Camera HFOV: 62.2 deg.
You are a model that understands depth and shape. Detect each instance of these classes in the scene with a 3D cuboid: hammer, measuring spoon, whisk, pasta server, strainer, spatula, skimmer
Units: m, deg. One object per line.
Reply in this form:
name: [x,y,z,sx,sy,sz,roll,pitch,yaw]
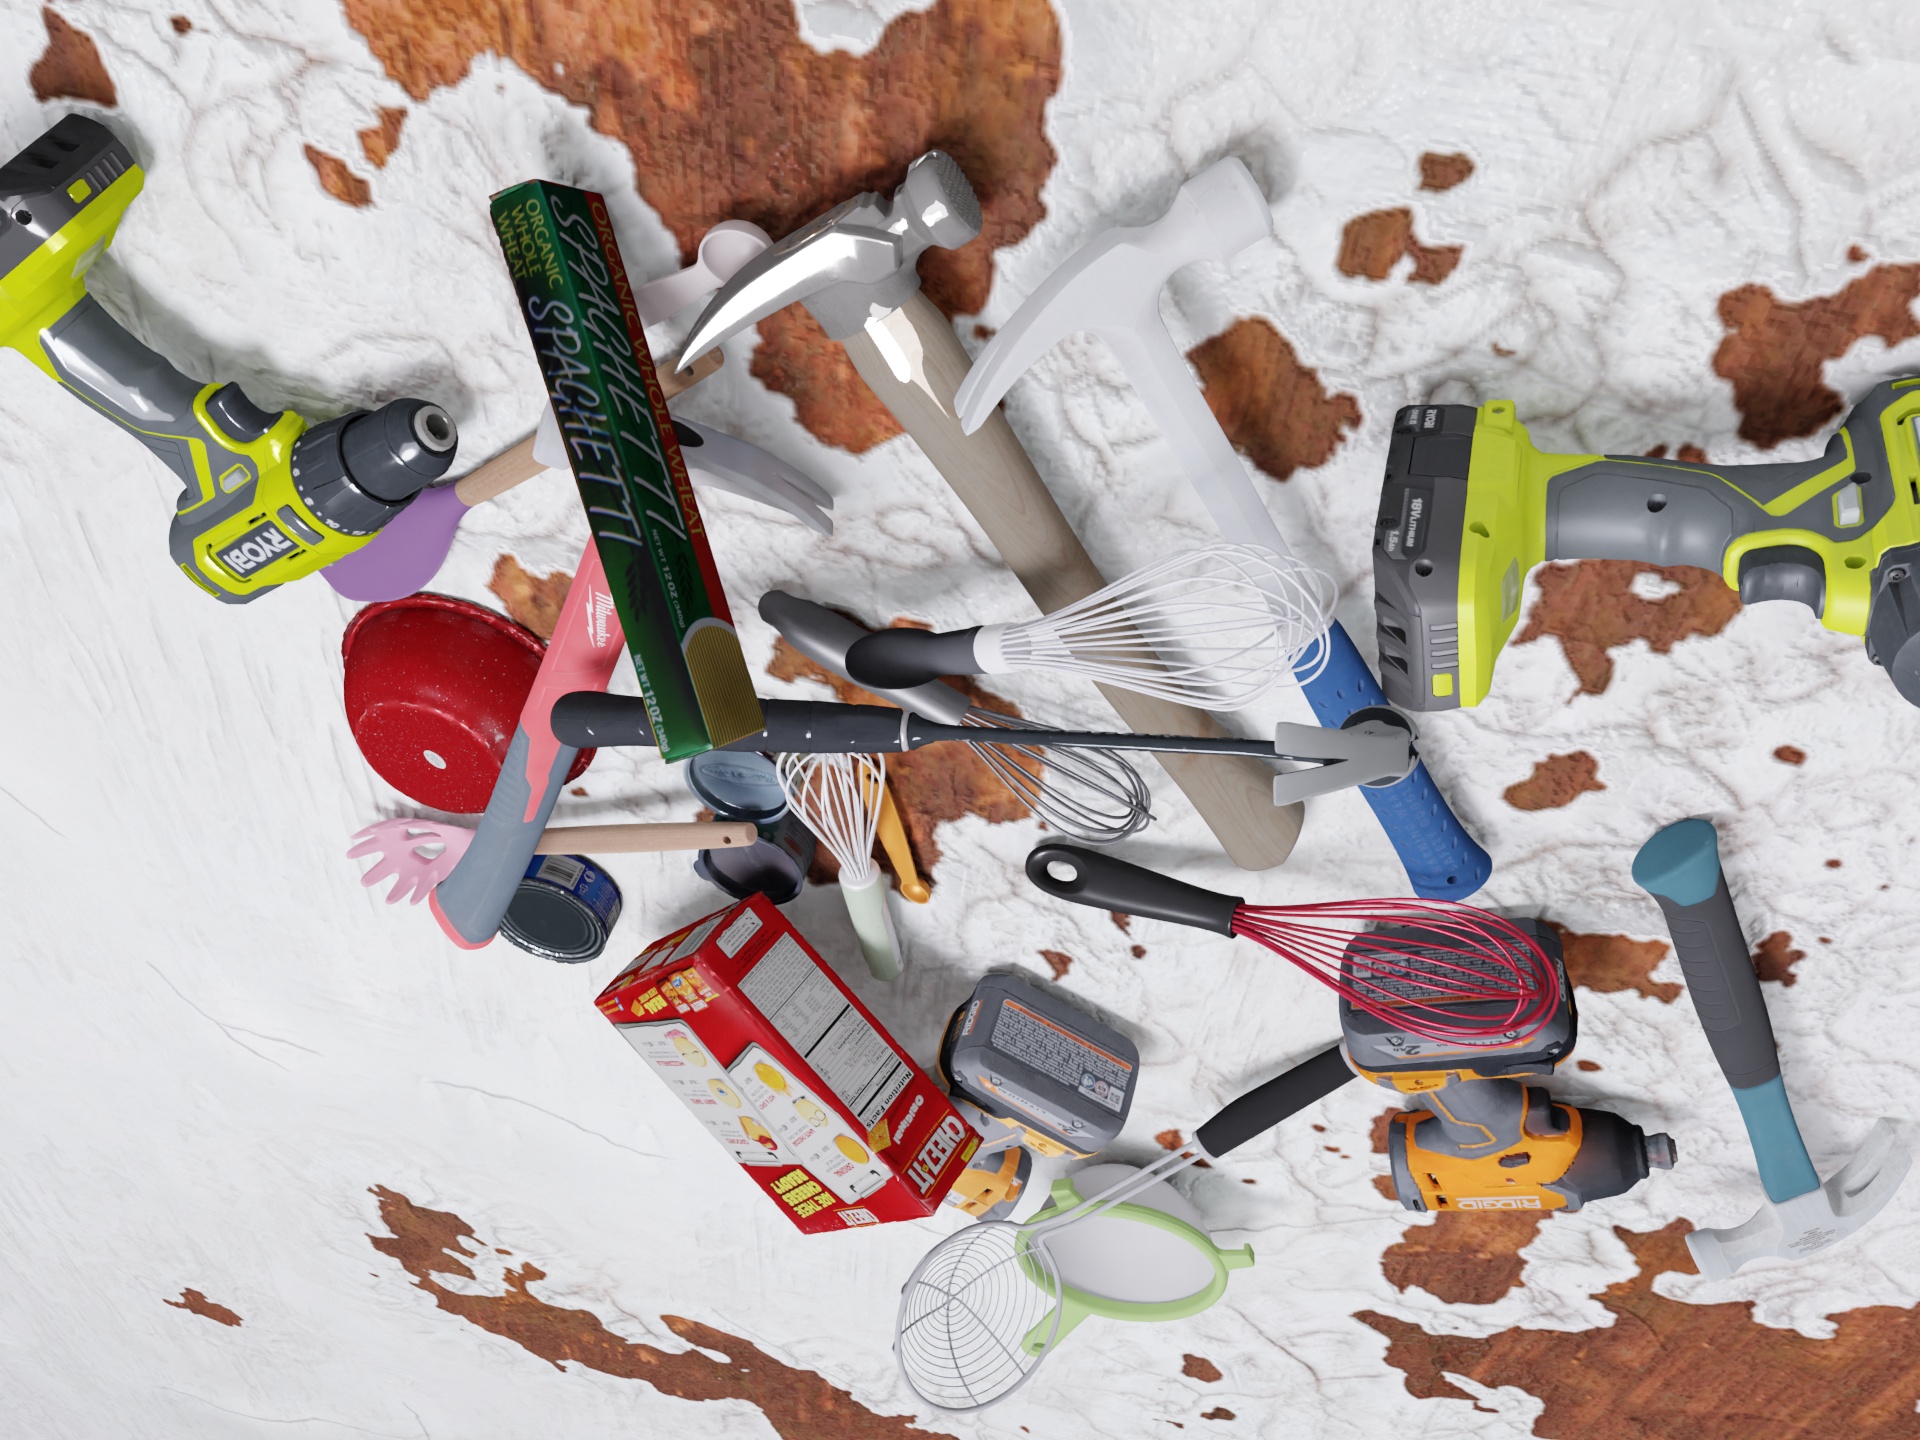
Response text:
hammer: [-0.201,0.001,0.853,0.143,0.038,0.386,18,129,-18]
measuring spoon: [-0.129,-0.195,0.709,0.124,0.018,0.034,-12,144,37]
whisk: [-0.060,0.084,0.933,0.059,0.058,0.246,-10,140,0]
hammer: [-0.011,0.007,0.718,0.409,0.149,0.036,2,93,23]
whisk: [0.167,0.110,0.851,0.296,0.073,0.073,12,138,28]
hammer: [0.148,-0.046,0.725,0.144,0.035,0.405,-30,125,12]
pasta server: [-0.257,0.079,0.983,0.316,0.040,0.060,-4,117,31]
hammer: [0.426,0.183,0.863,0.128,0.033,0.330,-25,119,12]
whisk: [0.041,-0.034,0.690,0.285,0.070,0.070,-2,136,49]
strainer: [0.101,0.396,1.174,0.151,0.069,0.256,21,135,-5]
spatula: [-0.234,-0.123,0.809,0.316,0.018,0.059,-19,117,34]
skimmer: [0.110,0.320,1.008,0.363,0.090,0.127,-37,117,20]
measuring spoon: [-0.038,0.065,0.939,0.021,0.011,0.116,7,133,31]
hammer: [0.042,-0.061,0.755,0.146,0.038,0.410,-24,124,24]
whisk: [-0.001,-0.004,0.835,0.239,0.055,0.055,31,135,-5]

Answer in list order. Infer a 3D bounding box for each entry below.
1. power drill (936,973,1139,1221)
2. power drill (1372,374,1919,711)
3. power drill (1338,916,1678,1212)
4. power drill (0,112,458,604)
power drill: [-0.007,0.251,1.065,0.185,0.084,0.226,29,140,-9]
power drill: [0.274,-0.060,0.595,0.223,0.171,0.080,2,134,21]
power drill: [0.315,0.209,0.914,0.164,0.084,0.226,-9,134,23]
power drill: [-0.372,-0.168,0.772,0.190,0.080,0.228,-18,128,32]
